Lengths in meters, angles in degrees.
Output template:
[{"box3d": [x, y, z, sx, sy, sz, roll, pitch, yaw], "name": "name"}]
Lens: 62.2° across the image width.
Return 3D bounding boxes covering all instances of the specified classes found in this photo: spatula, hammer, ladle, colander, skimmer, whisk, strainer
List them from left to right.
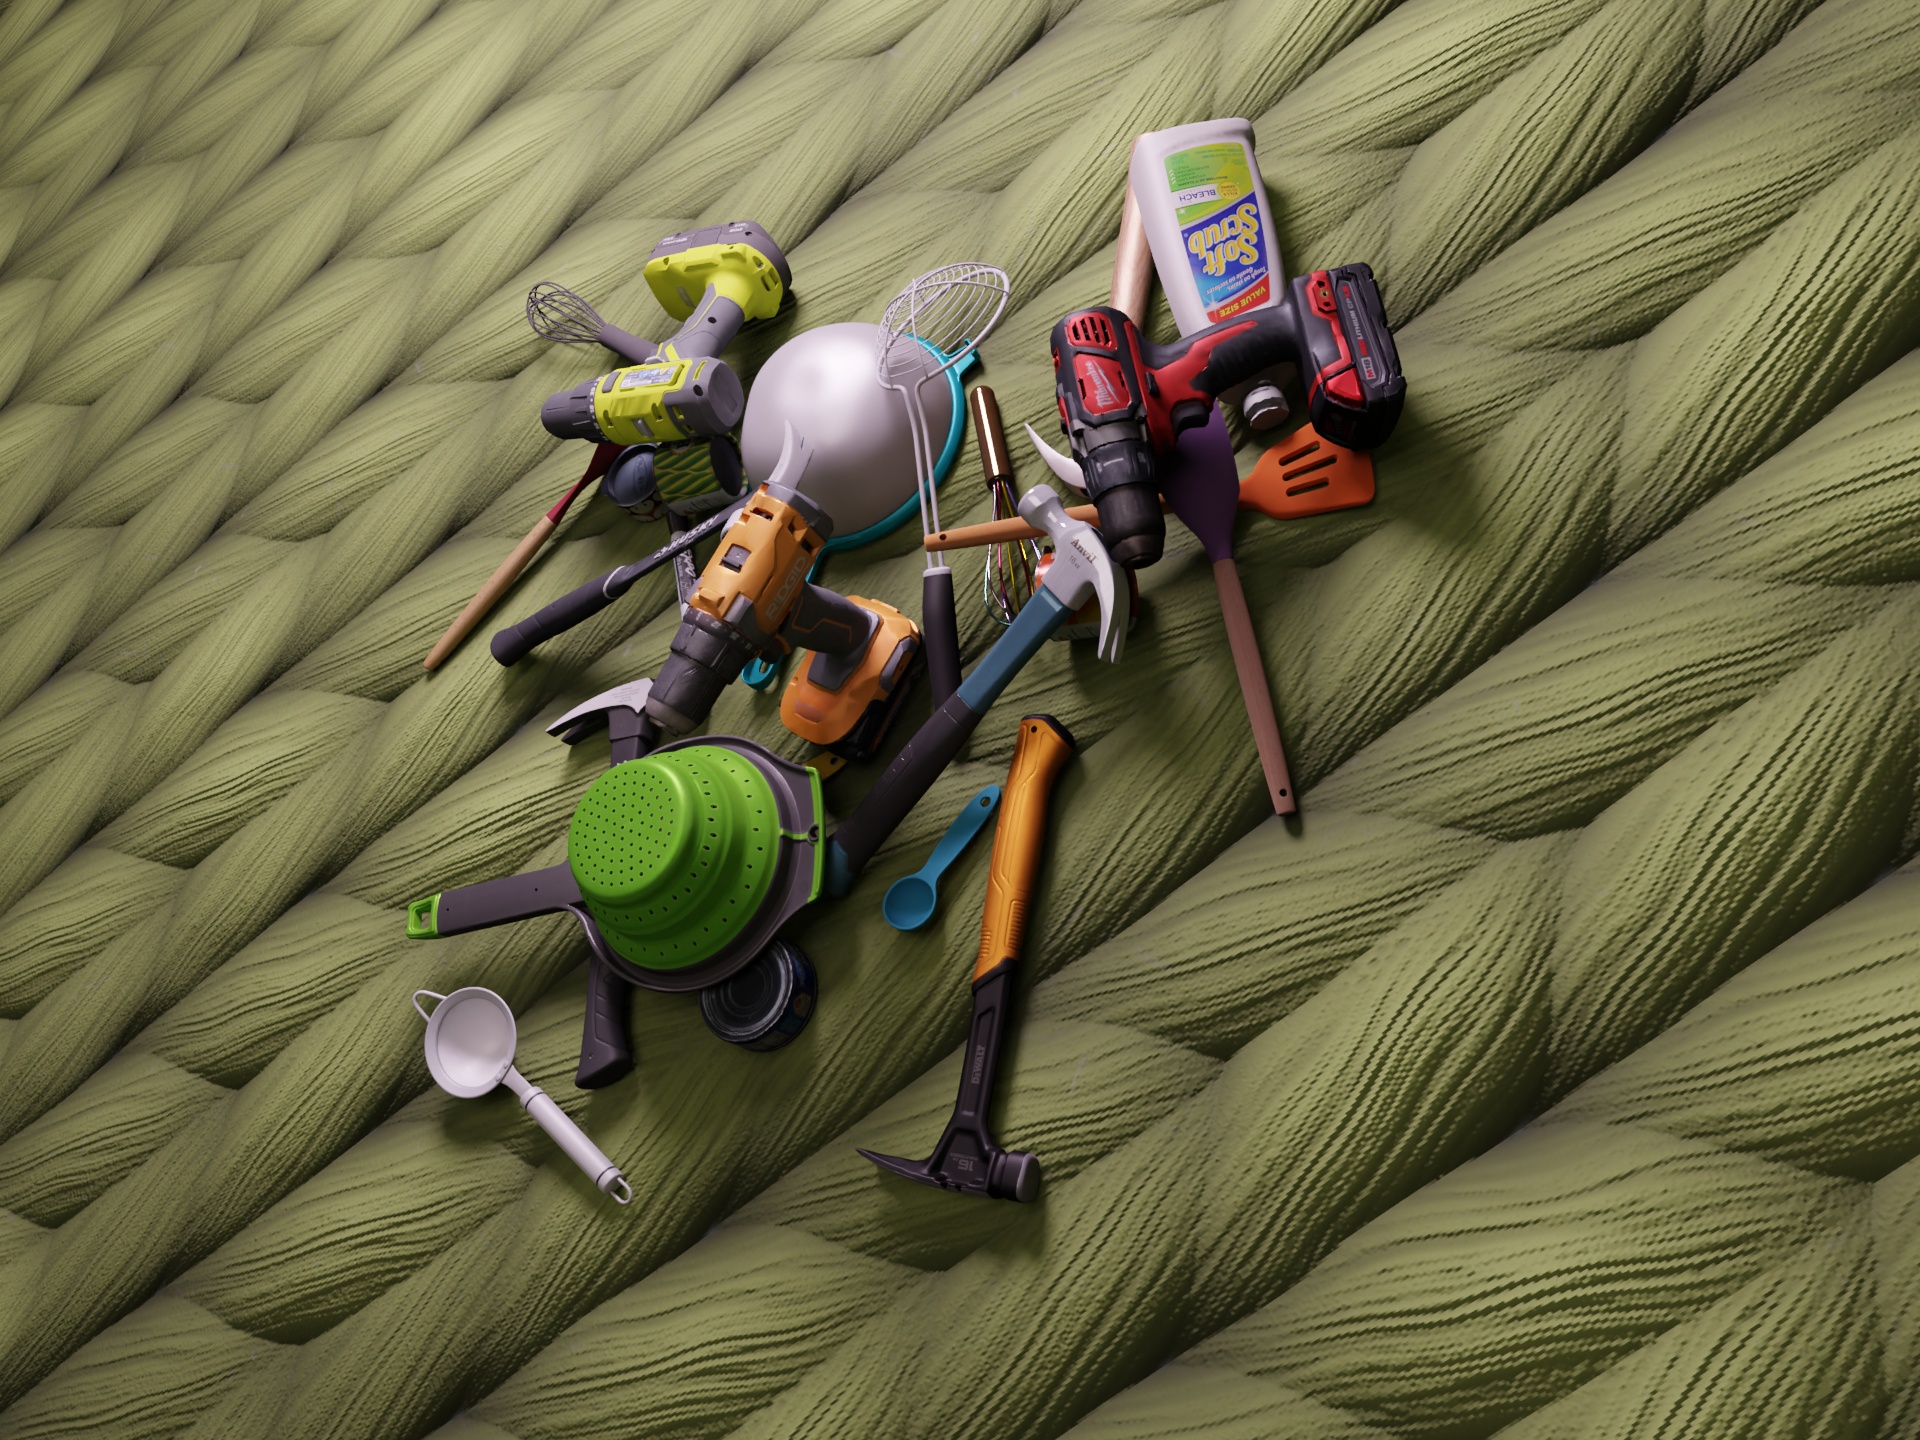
[{"box3d": [-0.336, 0.291, 1.235, 0.259, 0.050, 0.087, 35, 93, 29], "name": "strainer"}, {"box3d": [-0.395, -0.166, 1.469, 0.031, 0.069, 0.315, 41, 96, -3], "name": "ladle"}, {"box3d": [-0.295, 0.111, 1.214, 0.397, 0.094, 0.205, -14, 64, 23], "name": "colander"}, {"box3d": [-0.338, -0.365, 1.523, 0.239, 0.055, 0.055, 30, 85, 30], "name": "whisk"}, {"box3d": [-0.280, 0.127, 1.280, 0.146, 0.035, 0.335, -10, 64, 23], "name": "hammer"}, {"box3d": [-0.268, -0.125, 1.309, 0.409, 0.036, 0.149, -21, 34, 40], "name": "hammer"}, {"box3d": [-0.129, -0.195, 1.304, 0.211, 0.095, 0.340, 10, 73, 31], "name": "strainer"}, {"box3d": [-0.003, -0.173, 1.222, 0.127, 0.090, 0.363, -8, 87, 42], "name": "skimmer"}, {"box3d": [-0.002, -0.004, 1.144, 0.128, 0.033, 0.331, 47, 108, 25], "name": "hammer"}, {"box3d": [0.021, 0.155, 1.107, 0.127, 0.034, 0.337, 2, 70, 28], "name": "hammer"}, {"box3d": [0.033, -0.166, 1.241, 0.051, 0.047, 0.245, -19, 56, 14], "name": "whisk"}, {"box3d": [0.130, -0.326, 1.263, 0.130, 0.031, 0.331, -1, 68, 27], "name": "hammer"}, {"box3d": [0.132, -0.159, 1.152, 0.322, 0.041, 0.081, -9, 69, 4], "name": "spatula"}, {"box3d": [0.186, -0.085, 1.102, 0.060, 0.018, 0.316, -13, 73, 3], "name": "spatula"}]

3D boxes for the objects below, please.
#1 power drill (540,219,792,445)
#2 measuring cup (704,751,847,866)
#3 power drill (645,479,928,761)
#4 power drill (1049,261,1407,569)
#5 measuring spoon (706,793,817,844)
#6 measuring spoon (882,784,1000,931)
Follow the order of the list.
[{"box3d": [-0.258, -0.333, 1.407, 0.190, 0.080, 0.229, -1, 52, 27], "name": "power drill"}, {"box3d": [-0.149, 0.070, 1.247, 0.156, 0.029, 0.062, -32, 58, -2], "name": "measuring cup"}, {"box3d": [-0.125, -0.044, 1.151, 0.084, 0.226, 0.185, 25, 80, 29], "name": "power drill"}, {"box3d": [0.183, -0.210, 1.094, 0.226, 0.080, 0.188, -11, 74, 2], "name": "power drill"}, {"box3d": [-0.159, 0.075, 1.222, 0.117, 0.011, 0.021, 20, 70, 27], "name": "measuring spoon"}, {"box3d": [-0.008, 0.102, 1.160, 0.042, 0.021, 0.128, 29, 75, 35], "name": "measuring spoon"}]
